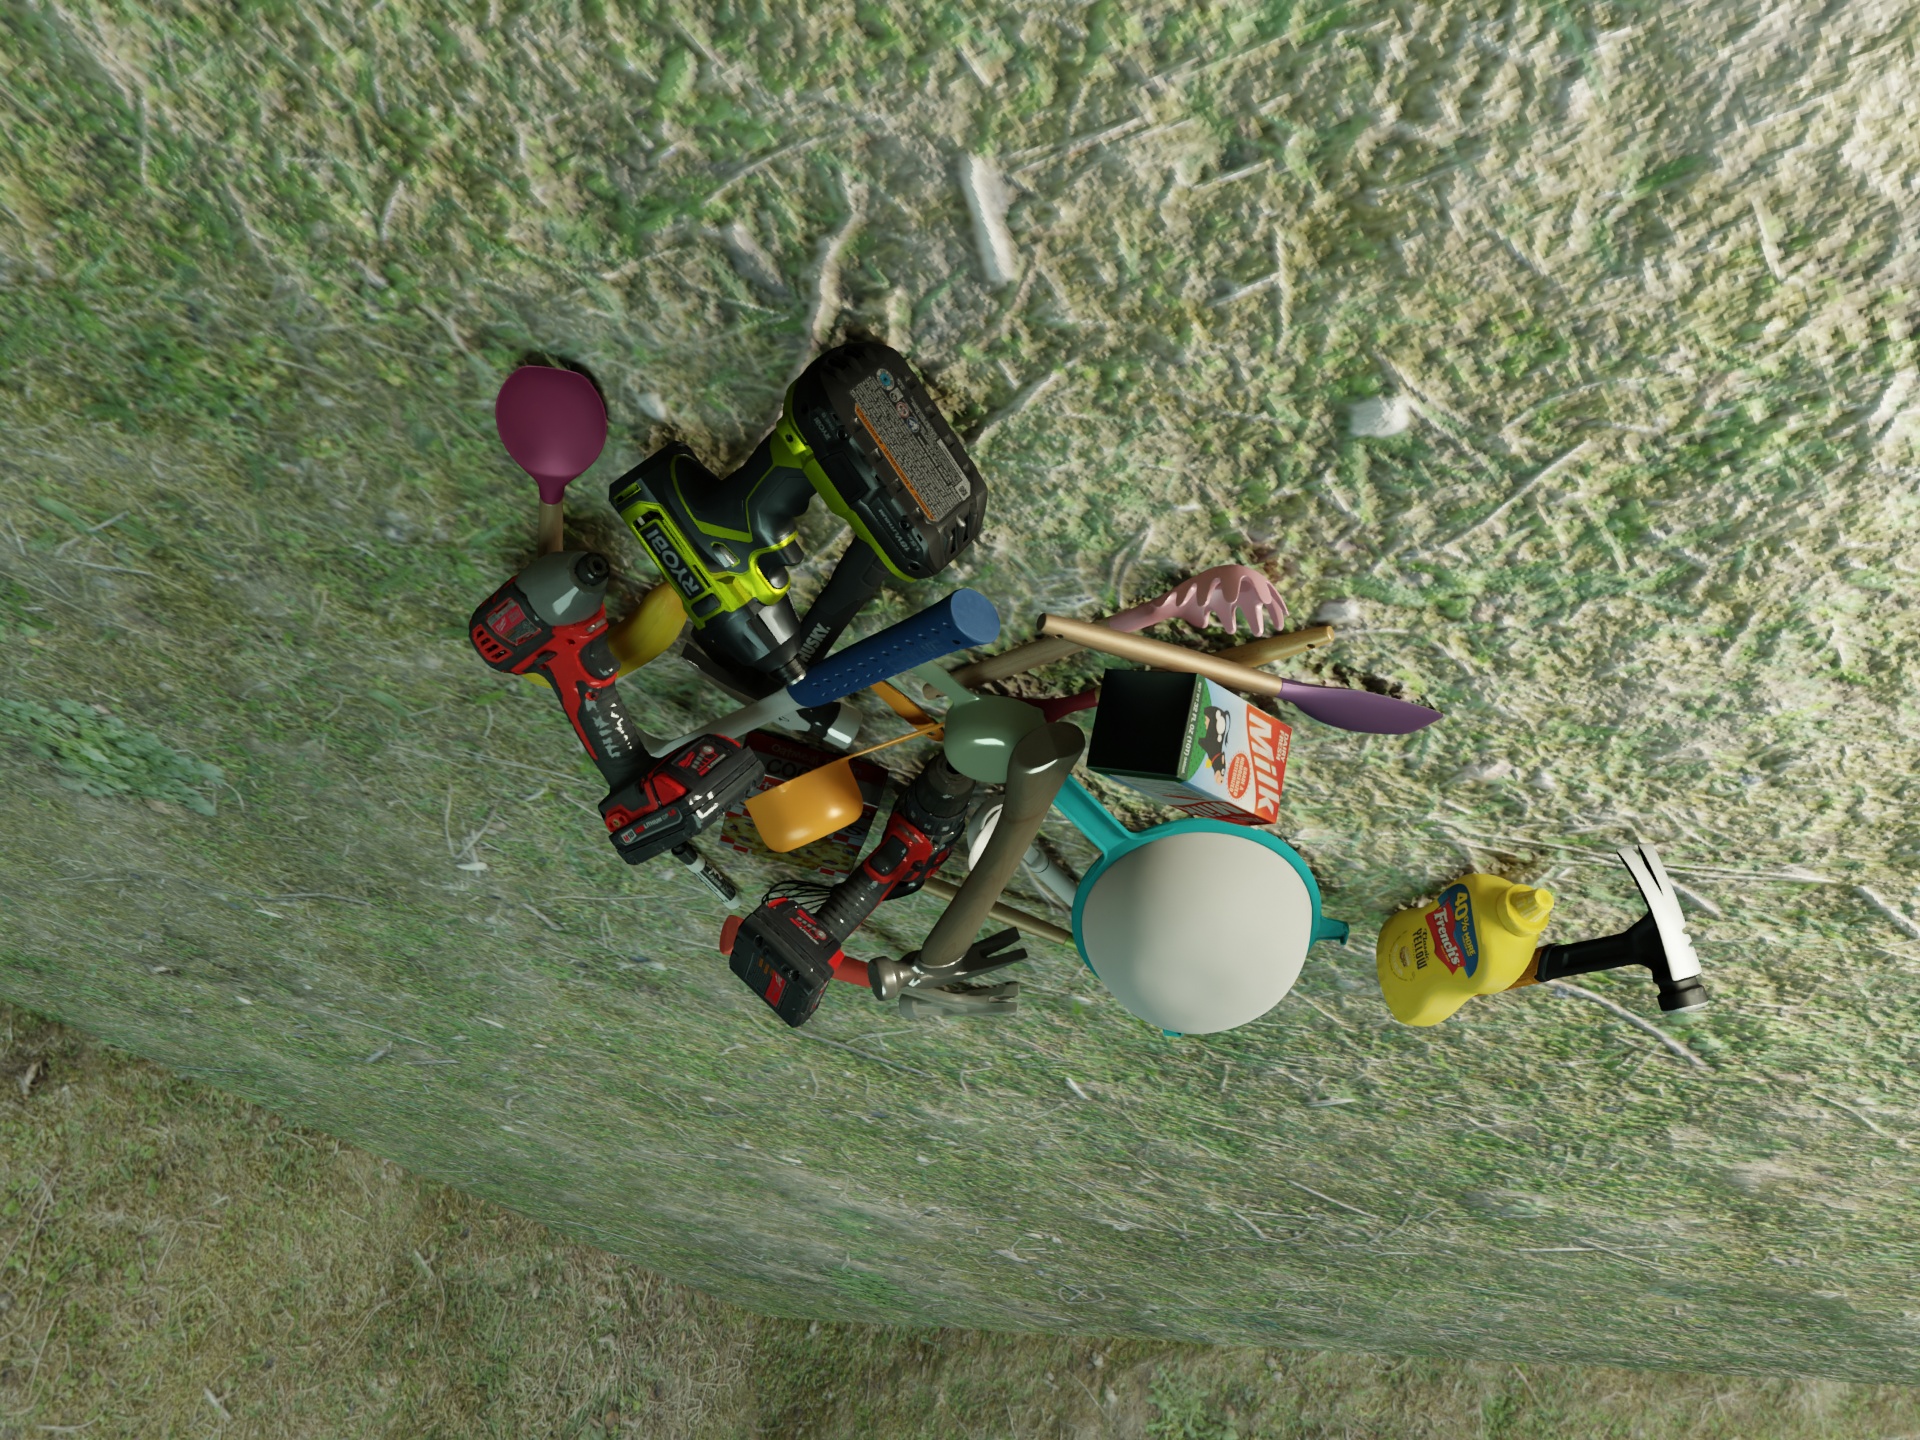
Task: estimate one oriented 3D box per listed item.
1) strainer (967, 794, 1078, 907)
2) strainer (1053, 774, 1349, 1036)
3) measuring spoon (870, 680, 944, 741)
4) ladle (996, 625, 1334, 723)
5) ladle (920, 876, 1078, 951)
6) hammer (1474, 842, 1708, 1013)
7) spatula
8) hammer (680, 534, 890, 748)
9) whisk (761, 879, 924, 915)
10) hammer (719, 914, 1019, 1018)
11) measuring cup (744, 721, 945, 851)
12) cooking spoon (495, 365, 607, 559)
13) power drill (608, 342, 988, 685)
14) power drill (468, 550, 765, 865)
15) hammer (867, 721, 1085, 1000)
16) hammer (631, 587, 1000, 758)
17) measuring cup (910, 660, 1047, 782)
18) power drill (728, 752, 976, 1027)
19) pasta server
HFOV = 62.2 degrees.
[{"bbox_3d":[0.061,0.119,1.376,0.050,0.087,0.258,39,176,37],"label":"strainer"},{"bbox_3d":[0.157,0.150,1.291,0.211,0.095,0.340,-35,117,22],"label":"strainer"},{"bbox_3d":[-0.049,-0.011,1.233,0.021,0.011,0.116,-13,141,36],"label":"measuring spoon"},{"bbox_3d":[0.121,-0.023,1.139,0.315,0.031,0.069,-16,142,36],"label":"ladle"},{"bbox_3d":[0.078,0.184,1.494,0.320,0.062,0.078,22,158,-2],"label":"ladle"},{"bbox_3d":[0.473,0.198,1.328,0.034,0.127,0.337,-9,167,-22],"label":"hammer"},{"bbox_3d":[0.189,-0.028,1.068,0.315,0.018,0.059,14,154,-25],"label":"spatula"},{"bbox_3d":[-0.085,-0.088,1.090,0.146,0.035,0.334,26,145,-12],"label":"hammer"},{"bbox_3d":[-0.115,0.168,1.506,0.055,0.055,0.239,33,147,-31],"label":"whisk"},{"bbox_3d":[-0.098,0.251,1.593,0.149,0.037,0.358,-11,155,36],"label":"hammer"},{"bbox_3d":[-0.082,0.053,1.248,0.173,0.052,0.095,-22,180,8],"label":"measuring cup"},{"bbox_3d":[-0.283,-0.140,1.097,0.068,0.017,0.318,6,151,-12],"label":"cooking spoon"},{"bbox_3d":[-0.098,-0.118,0.968,0.223,0.080,0.171,-22,108,43],"label":"power drill"},{"bbox_3d":[-0.245,-0.017,1.127,0.143,0.078,0.219,-27,101,42],"label":"power drill"},{"bbox_3d":[0.033,0.117,1.260,0.146,0.038,0.410,-12,153,-22],"label":"hammer"},{"bbox_3d":[-0.125,-0.018,1.139,0.144,0.035,0.405,36,144,-27],"label":"hammer"},{"bbox_3d":[-0.002,-0.004,1.136,0.083,0.038,0.167,-16,143,33],"label":"measuring cup"},{"bbox_3d":[-0.075,0.126,1.277,0.080,0.227,0.187,42,152,9],"label":"power drill"},{"bbox_3d":[0.086,-0.051,1.094,0.060,0.040,0.316,21,152,-40],"label":"pasta server"}]
